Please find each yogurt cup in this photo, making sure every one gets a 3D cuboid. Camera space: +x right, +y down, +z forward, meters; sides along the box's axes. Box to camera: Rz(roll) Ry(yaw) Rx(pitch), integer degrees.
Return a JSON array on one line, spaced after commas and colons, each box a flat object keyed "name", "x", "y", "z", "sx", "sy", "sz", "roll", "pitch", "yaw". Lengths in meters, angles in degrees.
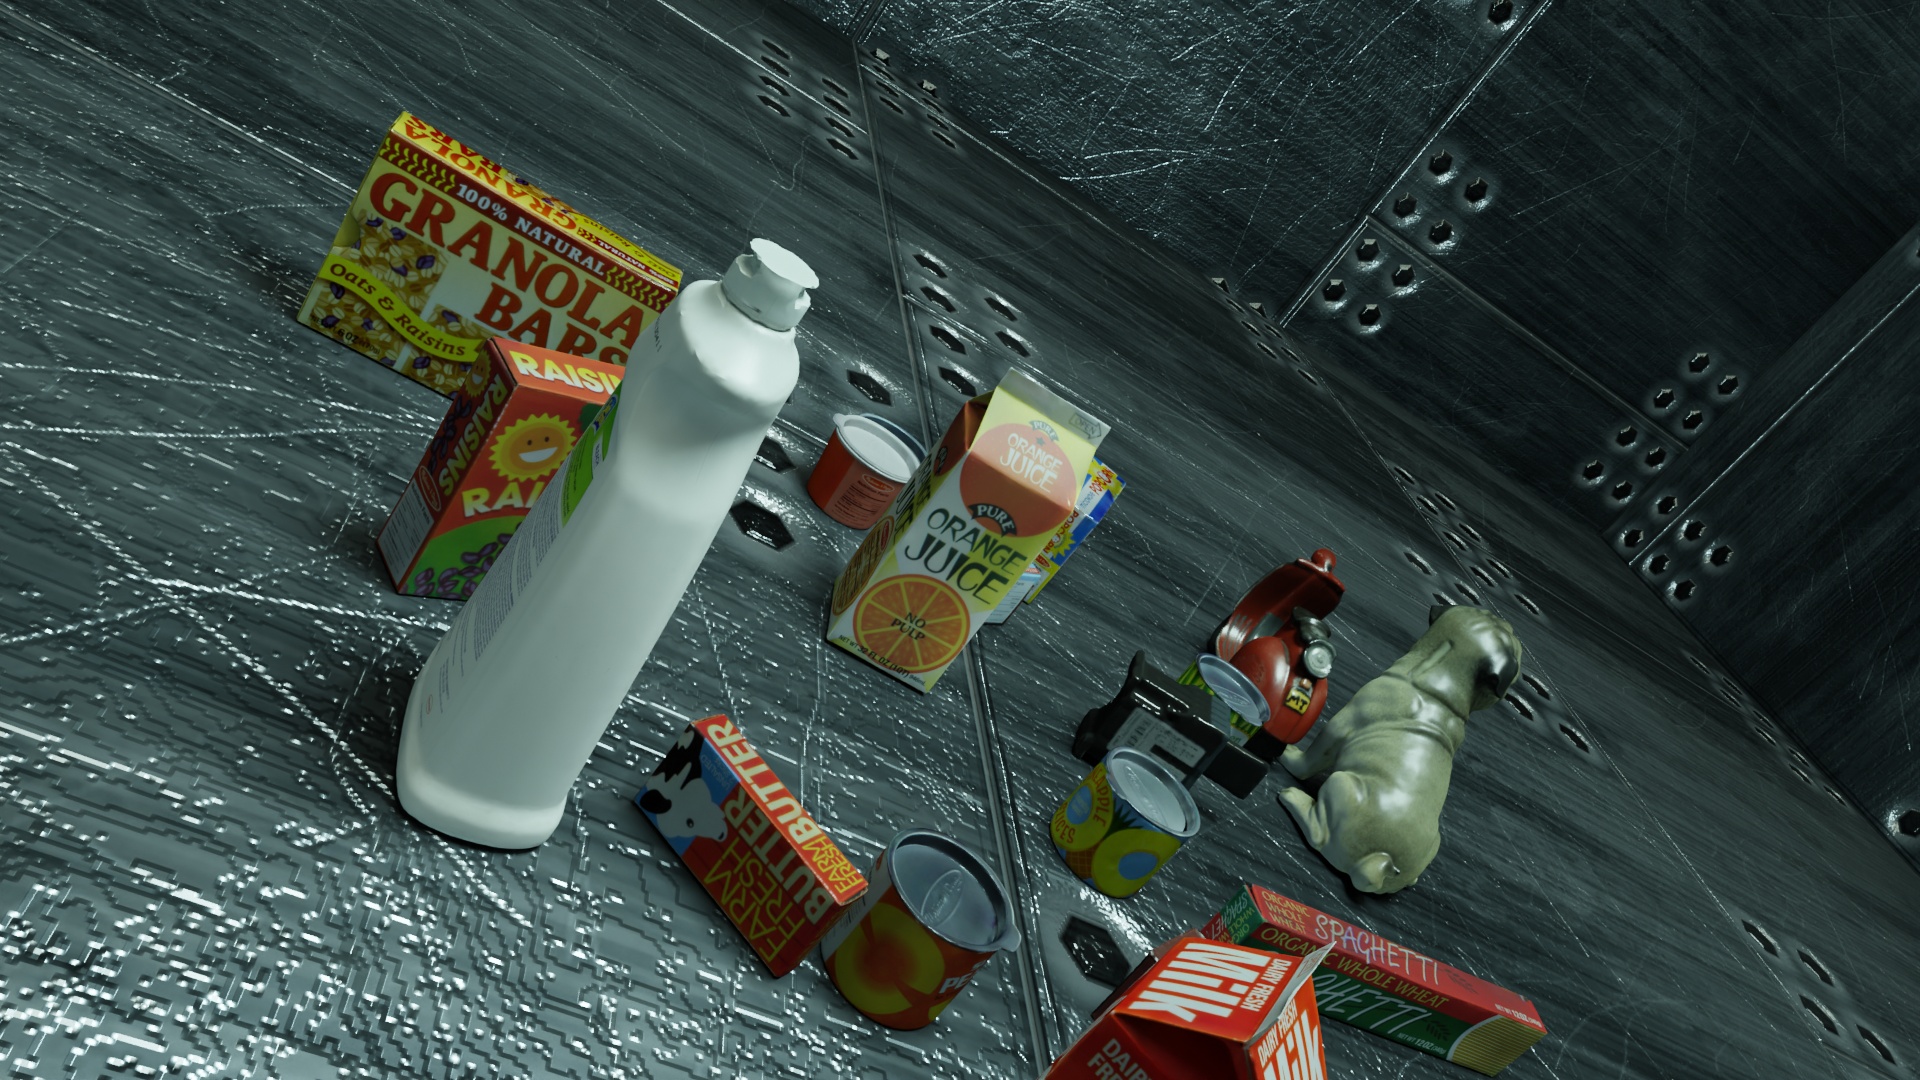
[{"name": "yogurt cup", "x": -0.069, "y": -0.045, "z": 0.955, "sx": 0.072, "sy": 0.053, "sz": 0.073, "roll": 31, "pitch": 23, "yaw": -15}]

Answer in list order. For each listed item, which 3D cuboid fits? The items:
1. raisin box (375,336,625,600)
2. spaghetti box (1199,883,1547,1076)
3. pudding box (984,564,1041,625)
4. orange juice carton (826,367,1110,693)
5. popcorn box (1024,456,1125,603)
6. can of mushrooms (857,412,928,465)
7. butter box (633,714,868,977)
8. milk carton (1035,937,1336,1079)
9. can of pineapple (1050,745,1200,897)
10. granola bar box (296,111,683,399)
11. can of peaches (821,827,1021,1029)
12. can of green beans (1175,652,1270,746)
[{"name": "raisin box", "x": -0.201, "y": -0.028, "z": 0.643, "sx": 0.086, "sy": 0.123, "sz": 0.040, "roll": 11, "pitch": 34, "yaw": -48}, {"name": "spaghetti box", "x": 0.250, "y": 0.267, "z": 0.833, "sx": 0.250, "sy": 0.050, "sz": 0.029, "roll": 26, "pitch": 25, "yaw": -25}, {"name": "pudding box", "x": 0.011, "y": 0.029, "z": 0.936, "sx": 0.084, "sy": 0.049, "sz": 0.030, "roll": 7, "pitch": 37, "yaw": -50}, {"name": "orange juice carton", "x": 0.003, "y": -0.010, "z": 0.815, "sx": 0.072, "sy": 0.192, "sz": 0.073, "roll": 31, "pitch": 23, "yaw": -16}, {"name": "popcorn box", "x": 0.077, "y": -0.010, "z": 1.061, "sx": 0.038, "sy": 0.085, "sz": 0.127, "roll": 39, "pitch": 23, "yaw": 3}, {"name": "can of mushrooms", "x": -0.060, "y": -0.062, "z": 1.027, "sx": 0.071, "sy": 0.033, "sz": 0.071, "roll": 31, "pitch": 24, "yaw": -15}, {"name": "butter box", "x": -0.090, "y": 0.129, "z": 0.595, "sx": 0.103, "sy": 0.053, "sz": 0.024, "roll": 45, "pitch": 24, "yaw": 18}, {"name": "milk carton", "x": 0.058, "y": 0.209, "z": 0.482, "sx": 0.073, "sy": 0.189, "sz": 0.072, "roll": 45, "pitch": 23, "yaw": 17}, {"name": "can of pineapple", "x": 0.092, "y": 0.160, "z": 0.795, "sx": 0.071, "sy": 0.057, "sz": 0.071, "roll": 31, "pitch": 23, "yaw": -15}, {"name": "granola bar box", "x": -0.256, "y": -0.135, "z": 0.763, "sx": 0.165, "sy": 0.123, "sz": 0.039, "roll": 28, "pitch": 24, "yaw": -21}, {"name": "can of peaches", "x": -0.018, "y": 0.173, "z": 0.612, "sx": 0.071, "sy": 0.058, "sz": 0.071, "roll": 31, "pitch": 23, "yaw": -15}, {"name": "can of green beans", "x": 0.176, "y": 0.123, "z": 0.987, "sx": 0.071, "sy": 0.057, "sz": 0.071, "roll": 31, "pitch": 23, "yaw": -15}]
